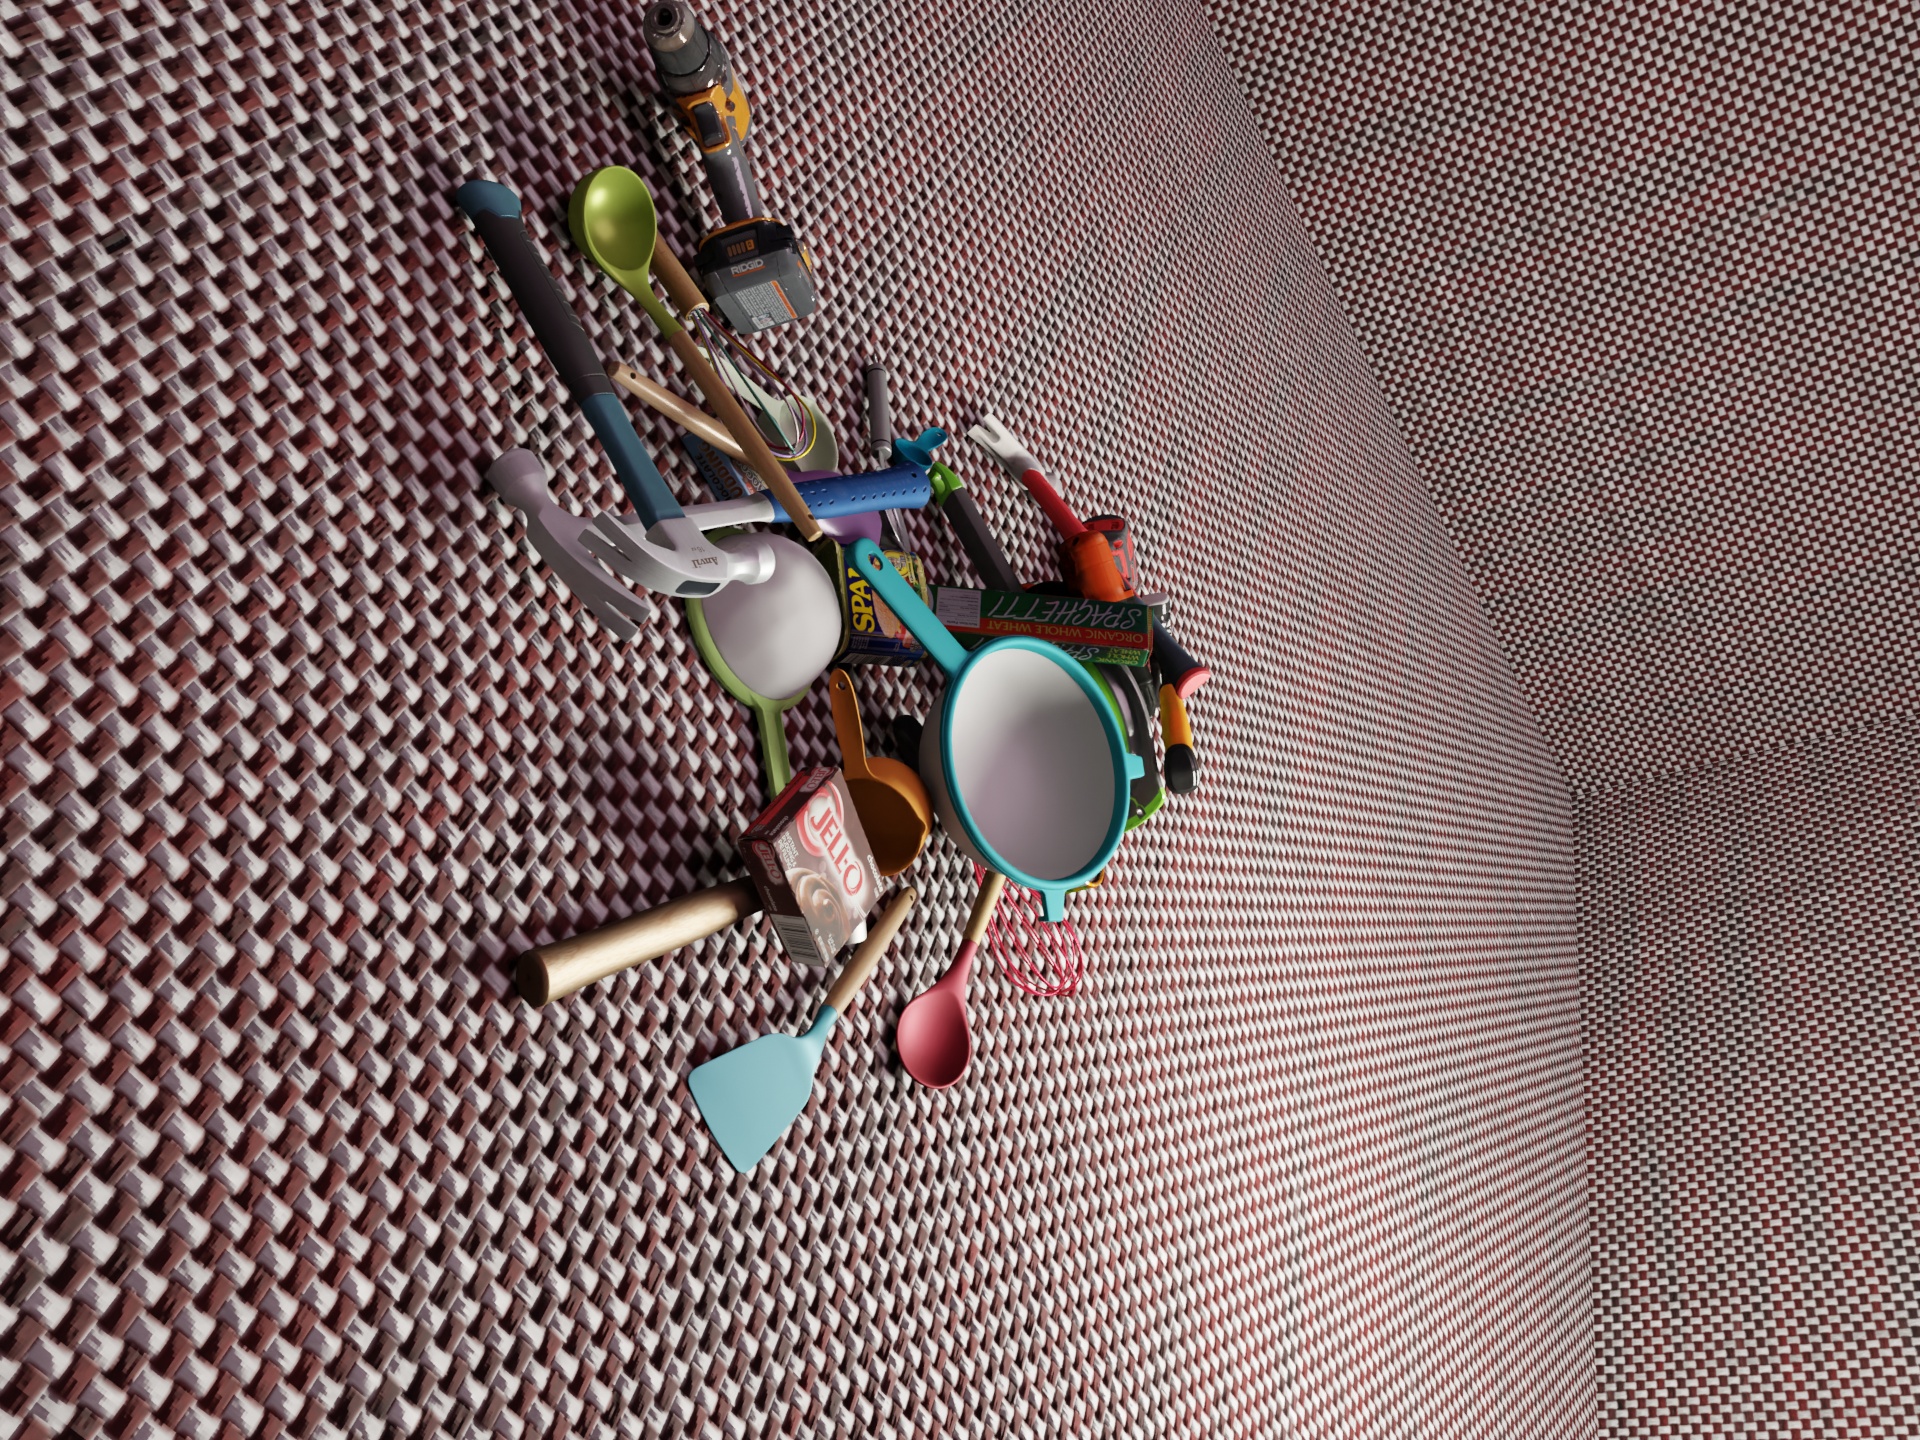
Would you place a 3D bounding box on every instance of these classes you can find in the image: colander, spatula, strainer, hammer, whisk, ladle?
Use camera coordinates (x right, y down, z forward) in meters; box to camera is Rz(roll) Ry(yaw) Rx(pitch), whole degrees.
[{"bbox_3d":[0.041,-0.062,1.484,0.094,0.204,0.397,-24,77,-26],"label":"colander"},{"bbox_3d":[-0.099,0.205,1.185,0.082,0.044,0.317,64,26,-13],"label":"spatula"},{"bbox_3d":[-0.130,-0.037,1.213,0.151,0.069,0.256,14,61,-56],"label":"strainer"},{"bbox_3d":[-0.169,0.126,1.081,0.331,0.031,0.130,-16,105,-57],"label":"hammer"},{"bbox_3d":[-0.002,-0.004,1.294,0.340,0.095,0.211,50,50,-18],"label":"strainer"},{"bbox_3d":[-0.073,-0.238,1.447,0.086,0.050,0.259,61,20,-55],"label":"strainer"},{"bbox_3d":[-0.151,-0.152,1.182,0.144,0.035,0.405,54,36,12],"label":"hammer"},{"bbox_3d":[-0.188,-0.299,1.228,0.245,0.047,0.051,55,12,9],"label":"whisk"},{"bbox_3d":[-0.157,-0.205,1.246,0.315,0.018,0.060,27,65,-51],"label":"spatula"},{"bbox_3d":[0.205,-0.010,1.547,0.337,0.034,0.127,-82,163,-66],"label":"hammer"},{"bbox_3d":[0.021,0.122,1.392,0.295,0.073,0.073,60,32,-11],"label":"whisk"},{"bbox_3d":[0.016,0.162,1.324,0.069,0.031,0.316,33,57,-17],"label":"ladle"},{"bbox_3d":[-0.249,-0.226,1.072,0.128,0.033,0.331,-17,73,-51],"label":"hammer"},{"bbox_3d":[-0.189,-0.271,1.176,0.320,0.062,0.078,55,36,6],"label":"ladle"},{"bbox_3d":[0.128,-0.162,1.561,0.143,0.038,0.387,37,16,-47],"label":"hammer"}]

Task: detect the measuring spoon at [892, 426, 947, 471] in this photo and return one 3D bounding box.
[{"bbox_3d":[-0.038,-0.262,1.542,0.042,0.021,0.129,36,26,-1],"label":"measuring spoon"}]

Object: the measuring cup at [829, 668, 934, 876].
[{"bbox_3d":[-0.071,0.033,1.230,0.052,0.095,0.173,-53,137,-62],"label":"measuring cup"}]

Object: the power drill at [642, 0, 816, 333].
[{"bbox_3d":[-0.191,-0.445,1.273,0.185,0.084,0.226,36,37,-84],"label":"power drill"}]

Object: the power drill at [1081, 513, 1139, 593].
[{"bbox_3d":[0.159,-0.103,1.704,0.220,0.078,0.143,-83,165,-44],"label":"power drill"}]

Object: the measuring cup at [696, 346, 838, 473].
[{"bbox_3d":[-0.168,-0.249,1.302,0.167,0.038,0.083,34,47,-42],"label":"measuring cup"}]
